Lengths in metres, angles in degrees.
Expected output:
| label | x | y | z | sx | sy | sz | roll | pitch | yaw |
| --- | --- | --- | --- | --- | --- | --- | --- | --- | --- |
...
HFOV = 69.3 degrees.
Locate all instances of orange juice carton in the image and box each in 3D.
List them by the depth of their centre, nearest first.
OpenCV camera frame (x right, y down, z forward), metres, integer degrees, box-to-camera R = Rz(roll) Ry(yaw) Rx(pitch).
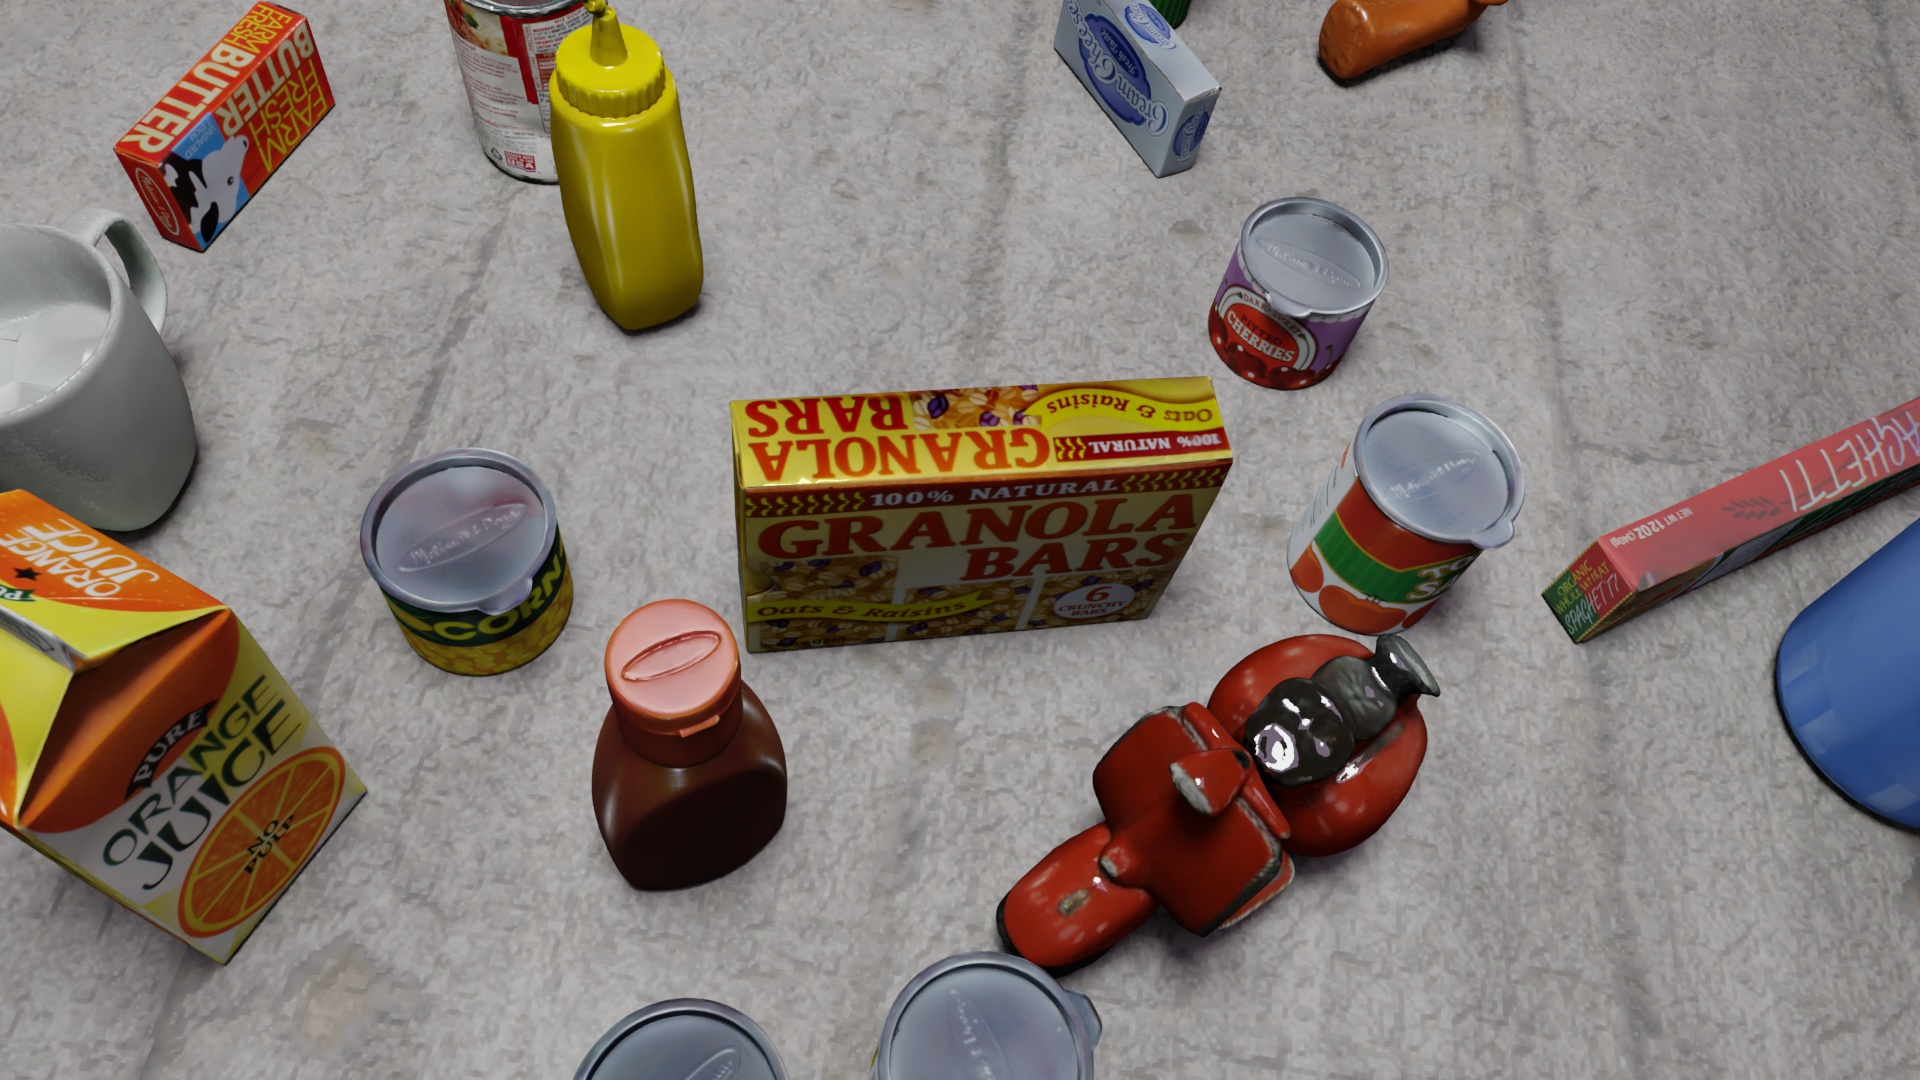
| label | x | y | z | sx | sy | sz | roll | pitch | yaw |
| --- | --- | --- | --- | --- | --- | --- | --- | --- | --- |
| orange juice carton | -0.246 | 0.053 | 0.400 | 0.072 | 0.191 | 0.073 | 28 | 61 | 8 |

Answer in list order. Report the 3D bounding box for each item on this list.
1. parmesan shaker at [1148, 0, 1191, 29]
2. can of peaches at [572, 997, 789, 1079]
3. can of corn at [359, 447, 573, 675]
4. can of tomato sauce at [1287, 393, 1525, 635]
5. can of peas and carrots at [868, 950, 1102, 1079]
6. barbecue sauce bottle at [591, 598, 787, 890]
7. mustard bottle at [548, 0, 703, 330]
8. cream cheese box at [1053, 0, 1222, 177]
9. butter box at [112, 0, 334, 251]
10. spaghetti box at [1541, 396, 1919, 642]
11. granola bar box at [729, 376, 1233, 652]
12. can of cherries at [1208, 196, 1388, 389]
| label | x | y | z | sx | sy | sz | roll | pitch | yaw |
| --- | --- | --- | --- | --- | --- | --- | --- | --- | --- |
| parmesan shaker | 0.099 | -0.318 | 0.711 | 0.071 | 0.102 | 0.071 | 3 | 60 | -6 |
| can of peaches | -0.083 | 0.182 | 0.426 | 0.071 | 0.057 | 0.071 | 3 | 60 | -6 |
| can of corn | -0.178 | 0.011 | 0.511 | 0.071 | 0.058 | 0.071 | 3 | 60 | -6 |
| can of tomato sauce | 0.177 | -0.007 | 0.556 | 0.071 | 0.082 | 0.071 | 3 | 60 | -6 |
| can of peas and carrots | 0.007 | 0.170 | 0.445 | 0.071 | 0.058 | 0.071 | 3 | 60 | -6 |
| barbecue sauce bottle | -0.087 | 0.067 | 0.439 | 0.065 | 0.147 | 0.044 | -21 | 66 | -18 |
| mustard bottle | -0.134 | -0.153 | 0.551 | 0.049 | 0.159 | 0.065 | -25 | 67 | -20 |
| cream cheese box | 0.086 | -0.236 | 0.691 | 0.024 | 0.053 | 0.104 | -24 | 66 | -19 |
| butter box | -0.317 | -0.181 | 0.604 | 0.024 | 0.053 | 0.104 | 21 | 60 | 4 |
| spaghetti box | 0.367 | -0.019 | 0.609 | 0.251 | 0.050 | 0.029 | -20 | 65 | -18 |
| granola bar box | 0.002 | -0.006 | 0.508 | 0.166 | 0.123 | 0.039 | -4 | 62 | -10 |
| can of cherries | 0.148 | -0.109 | 0.625 | 0.071 | 0.058 | 0.072 | 3 | 60 | -6 |
